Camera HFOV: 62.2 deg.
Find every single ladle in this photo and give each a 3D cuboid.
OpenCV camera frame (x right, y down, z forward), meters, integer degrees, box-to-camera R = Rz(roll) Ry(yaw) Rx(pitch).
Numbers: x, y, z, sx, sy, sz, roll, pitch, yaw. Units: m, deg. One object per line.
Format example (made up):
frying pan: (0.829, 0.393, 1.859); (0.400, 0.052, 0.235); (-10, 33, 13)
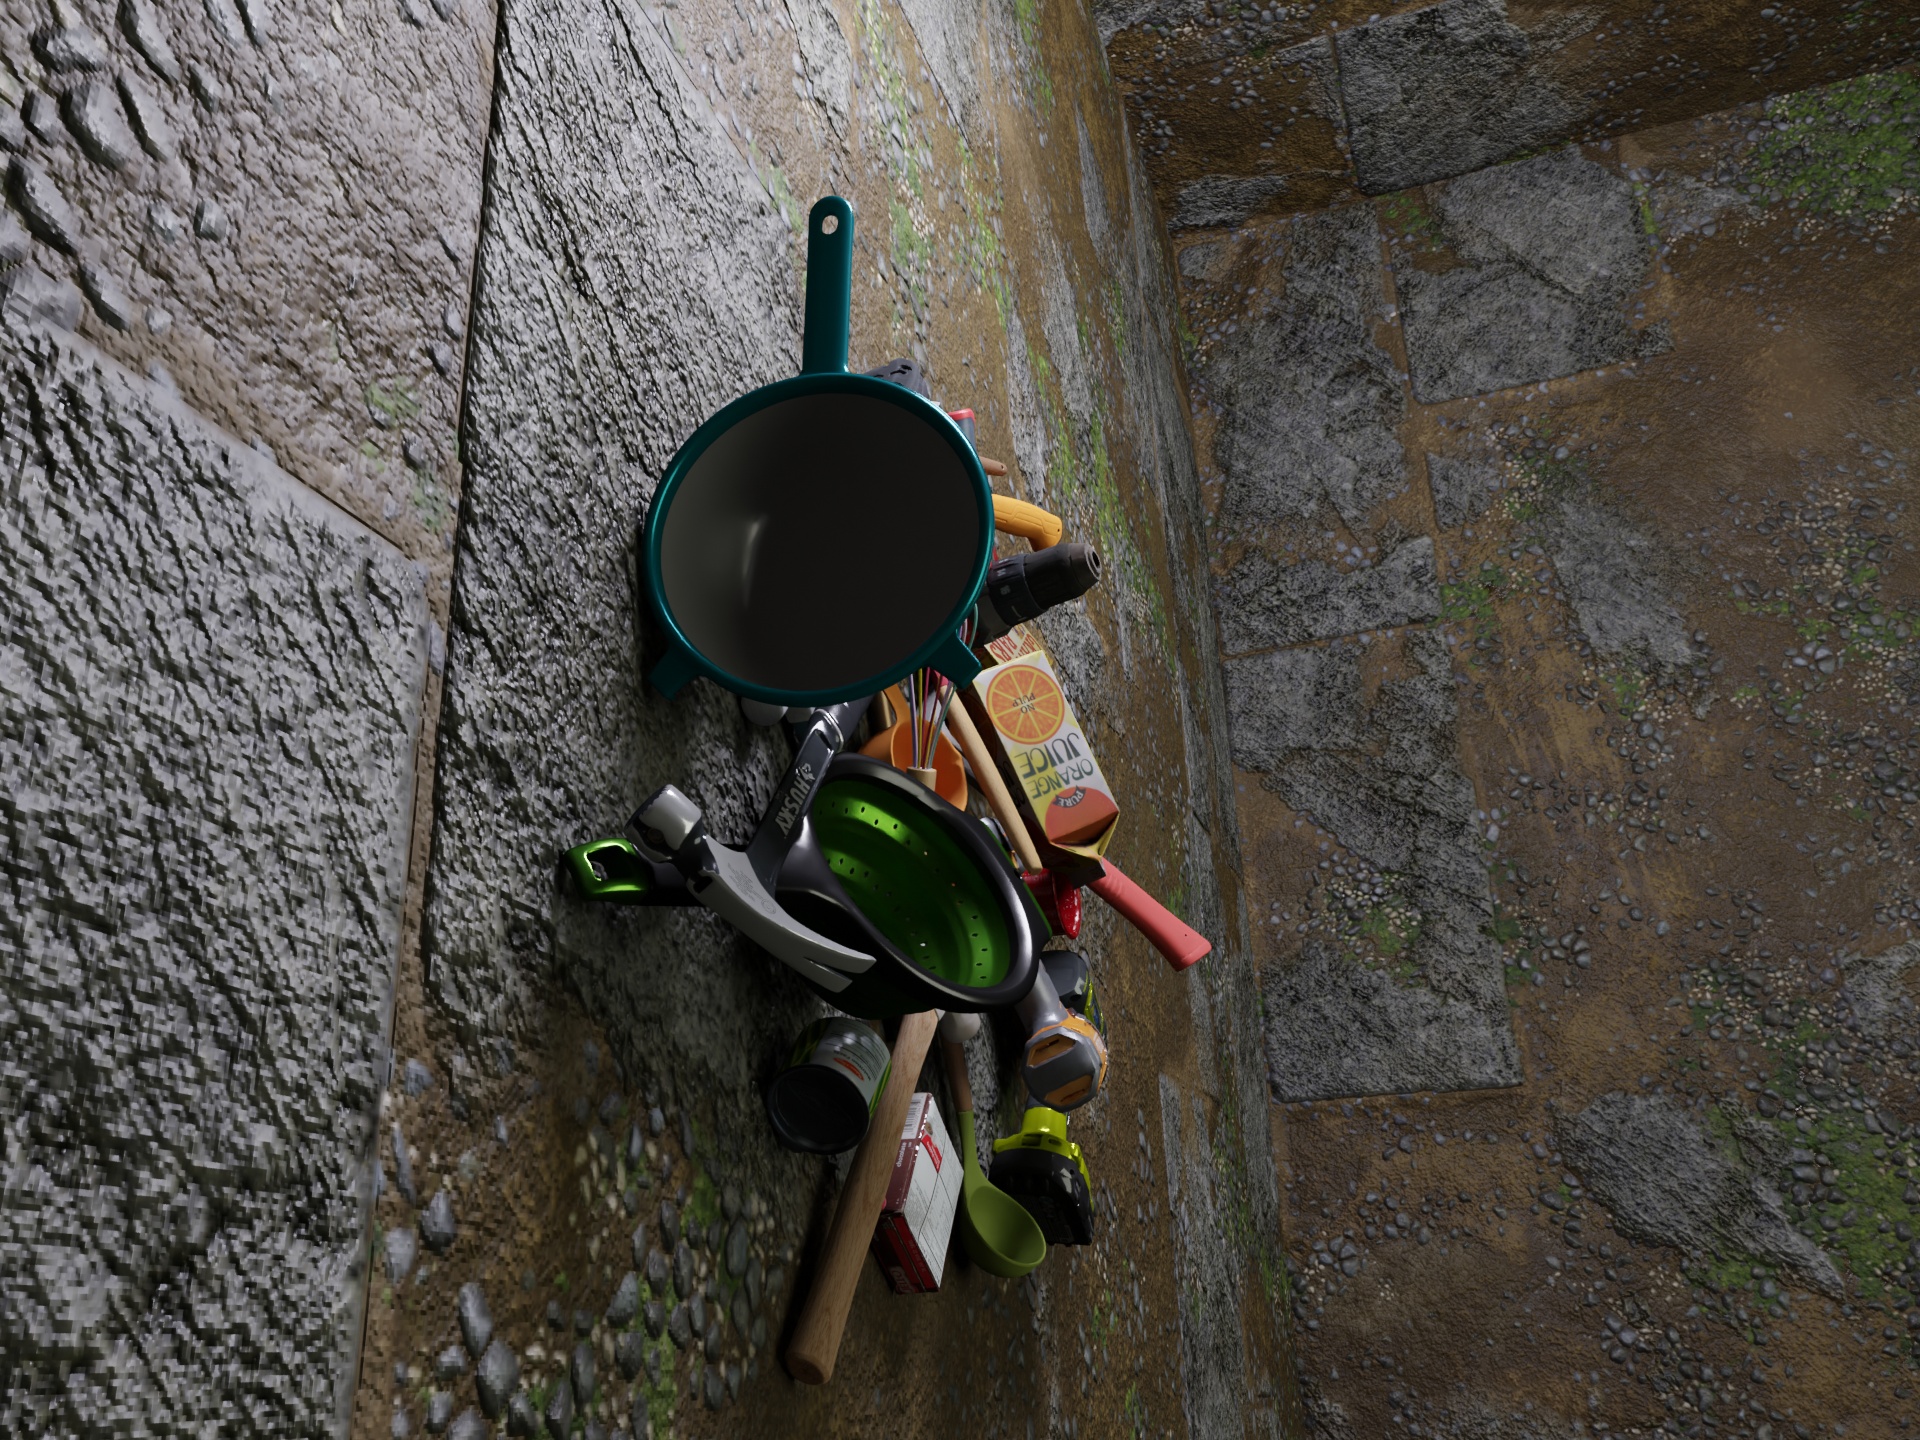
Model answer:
ladle: (0.009, 0.287, 1.284); (0.078, 0.062, 0.320); (-1, 79, -61)
ladle: (-0.002, -0.004, 1.276); (0.069, 0.031, 0.316); (71, -6, -56)

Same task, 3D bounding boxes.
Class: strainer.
strainer: (-0.078, -0.157, 0.987); (0.095, 0.211, 0.341); (65, 24, -69)

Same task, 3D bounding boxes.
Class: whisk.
whisk: (-0.023, 0.013, 1.157); (0.047, 0.051, 0.245); (-149, -115, -83)

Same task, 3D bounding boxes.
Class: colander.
colander: (-0.101, 0.118, 0.971); (0.396, 0.094, 0.205); (10, 42, -54)

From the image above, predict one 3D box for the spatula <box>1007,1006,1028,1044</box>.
spatula: (0.054, 0.255, 1.468); (0.317, 0.044, 0.082); (65, 36, -45)

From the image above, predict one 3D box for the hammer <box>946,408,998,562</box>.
hammer: (0.031, -0.119, 1.606); (0.143, 0.038, 0.386); (-43, 122, -68)

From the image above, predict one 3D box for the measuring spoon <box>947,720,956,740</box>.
measuring spoon: (-0.012, 0.011, 1.449); (0.117, 0.011, 0.021); (-86, 158, -48)

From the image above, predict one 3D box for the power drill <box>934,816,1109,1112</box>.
power drill: (0.050, 0.194, 1.269); (0.226, 0.084, 0.185); (63, 5, 8)

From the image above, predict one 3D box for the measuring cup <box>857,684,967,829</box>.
measuring cup: (-0.060, 0.009, 1.225); (0.095, 0.052, 0.173); (-20, 82, -57)

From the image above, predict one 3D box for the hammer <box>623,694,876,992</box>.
hammer: (-0.083, 0.018, 0.993); (0.149, 0.036, 0.409); (44, 23, -11)

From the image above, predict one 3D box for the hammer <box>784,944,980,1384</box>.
hammer: (-0.054, 0.280, 1.064); (0.331, 0.031, 0.129); (-70, 146, -47)

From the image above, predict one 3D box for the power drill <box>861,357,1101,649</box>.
power drill: (-0.017, -0.152, 1.189); (0.226, 0.188, 0.080); (58, 27, -29)

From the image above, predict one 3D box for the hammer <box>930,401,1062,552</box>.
hammer: (0.024, -0.210, 1.516); (0.336, 0.034, 0.127); (4, 94, -65)

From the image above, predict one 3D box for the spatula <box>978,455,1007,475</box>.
spatula: (-0.027, -0.242, 1.461); (0.316, 0.018, 0.060); (-8, 90, -64)

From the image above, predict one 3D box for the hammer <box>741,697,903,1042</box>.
hammer: (-0.077, 0.097, 1.147); (0.128, 0.033, 0.330); (-64, 141, -61)

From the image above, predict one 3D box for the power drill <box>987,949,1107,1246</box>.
power drill: (0.090, 0.347, 1.431); (0.190, 0.080, 0.229); (72, 23, -45)

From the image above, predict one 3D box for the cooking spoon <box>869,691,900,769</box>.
cooking spoon: (-0.079, -0.095, 1.269); (0.068, 0.017, 0.319); (-10, 90, -64)

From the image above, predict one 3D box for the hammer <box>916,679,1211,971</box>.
hammer: (0.094, 0.107, 1.422); (0.358, 0.036, 0.149); (40, 35, -22)
